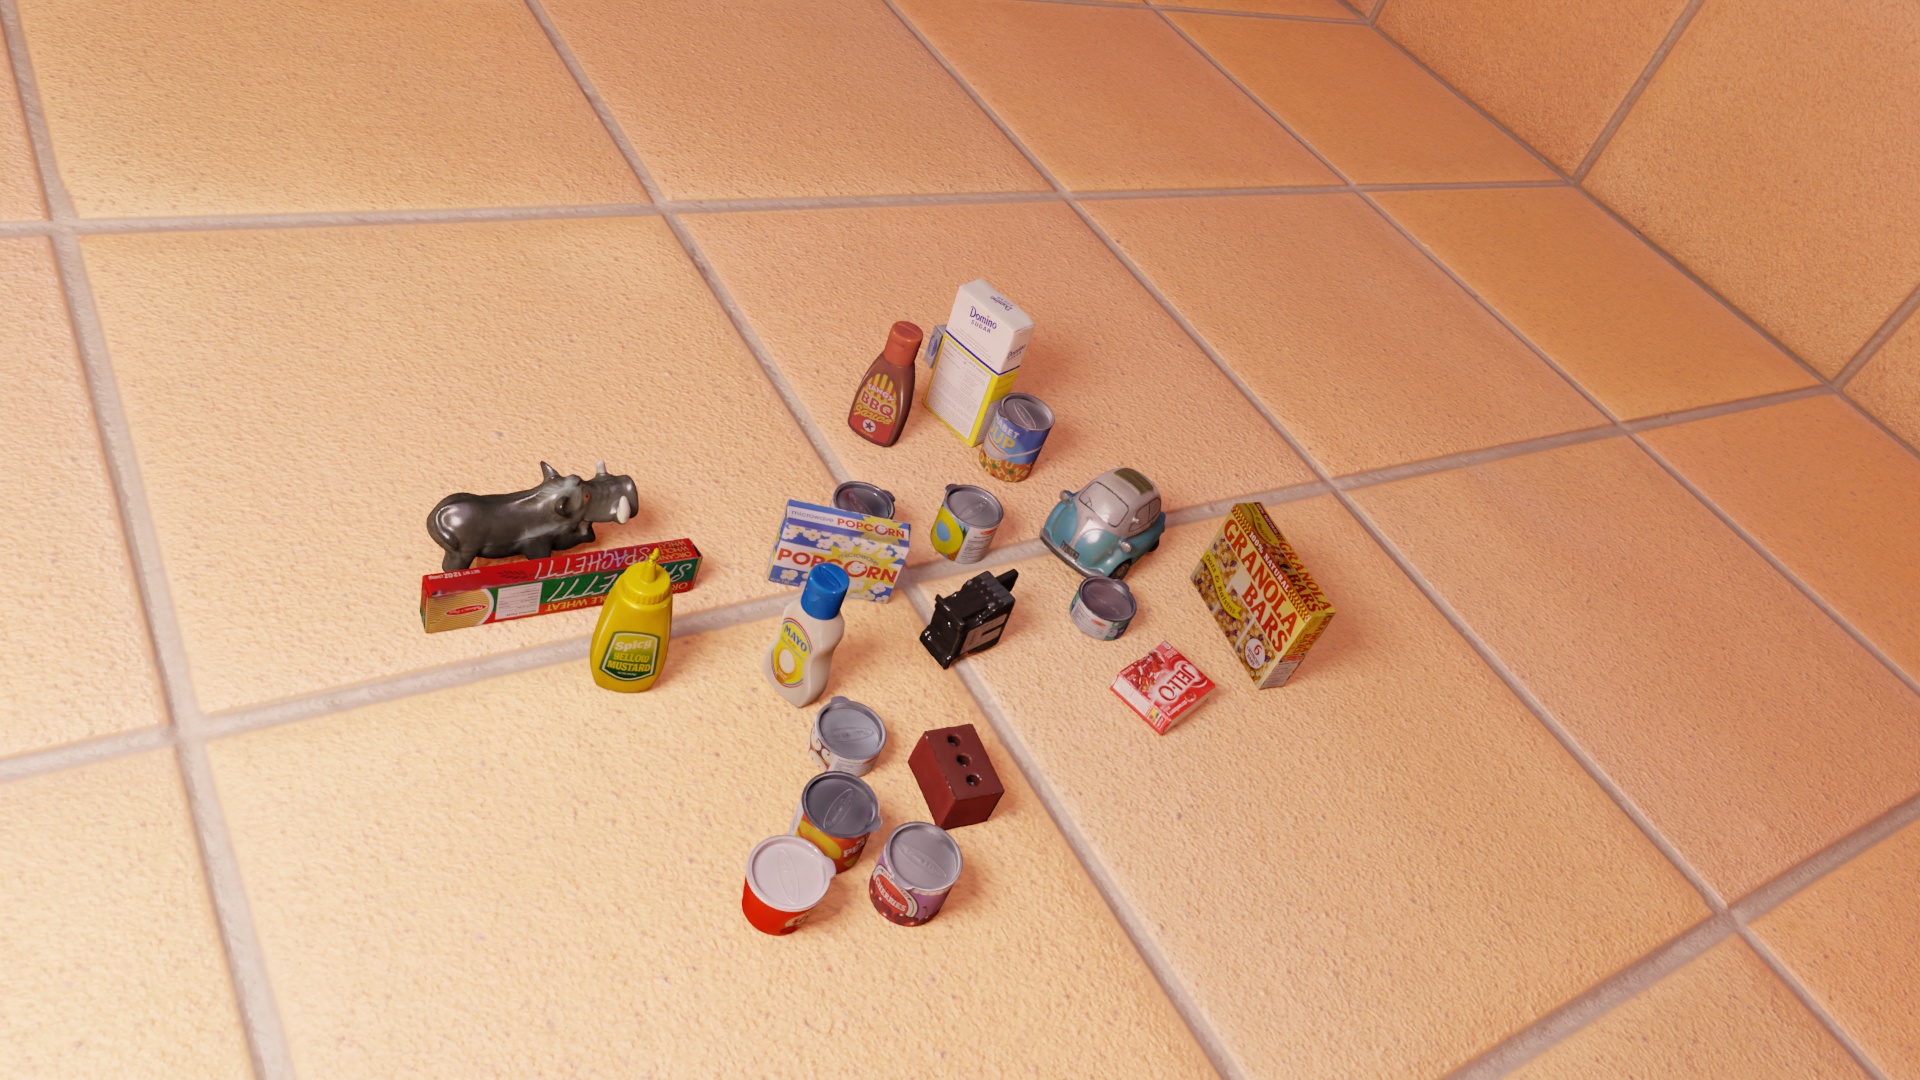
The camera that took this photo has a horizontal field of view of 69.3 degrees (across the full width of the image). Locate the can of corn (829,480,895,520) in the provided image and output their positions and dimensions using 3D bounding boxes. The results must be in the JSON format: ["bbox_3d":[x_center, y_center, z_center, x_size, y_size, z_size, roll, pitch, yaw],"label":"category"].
[{"bbox_3d":[-0.105,-0.019,1.437,0.071,0.058,0.071,13,41,-12],"label":"can of corn"}]

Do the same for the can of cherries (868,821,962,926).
[{"bbox_3d":[-0.040,0.277,1.149,0.071,0.058,0.072,13,41,-12],"label":"can of cherries"}]

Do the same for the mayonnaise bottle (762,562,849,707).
[{"bbox_3d":[-0.135,0.082,1.245,0.065,0.147,0.041,43,44,22],"label":"mayonnaise bottle"}]

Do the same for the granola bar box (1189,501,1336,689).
[{"bbox_3d":[0.325,0.058,1.504,0.039,0.123,0.166,-3,47,-27],"label":"granola bar box"}]

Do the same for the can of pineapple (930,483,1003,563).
[{"bbox_3d":[0.005,-0.019,1.489,0.071,0.057,0.071,13,41,-12],"label":"can of pineapple"}]

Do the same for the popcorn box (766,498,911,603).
[{"bbox_3d":[-0.121,0.012,1.376,0.127,0.084,0.038,12,42,-14],"label":"popcorn box"}]

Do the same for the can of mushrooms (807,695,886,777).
[{"bbox_3d":[-0.103,0.177,1.246,0.071,0.033,0.071,13,41,-12],"label":"can of mushrooms"}]

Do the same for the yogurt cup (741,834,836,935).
[{"bbox_3d":[-0.142,0.277,1.105,0.072,0.053,0.073,13,41,-12],"label":"yogurt cup"}]

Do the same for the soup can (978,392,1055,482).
[{"bbox_3d":[0.061,-0.118,1.602,0.071,0.083,0.072,13,41,-12],"label":"soup can"}]

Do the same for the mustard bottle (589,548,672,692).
[{"bbox_3d":[-0.277,0.065,1.188,0.065,0.159,0.049,7,43,-19],"label":"mustard bottle"}]

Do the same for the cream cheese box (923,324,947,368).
[{"bbox_3d":[0.009,-0.245,1.737,0.104,0.053,0.024,-9,50,-32],"label":"cream cheese box"}]

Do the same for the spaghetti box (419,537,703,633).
[{"bbox_3d":[-0.359,0.039,1.262,0.251,0.049,0.029,-9,50,-32],"label":"spaghetti box"}]

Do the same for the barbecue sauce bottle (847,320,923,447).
[{"bbox_3d":[-0.079,-0.176,1.550,0.065,0.147,0.044,31,41,9],"label":"barbecue sauce bottle"}]

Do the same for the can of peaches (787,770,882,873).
[{"bbox_3d":[-0.105,0.238,1.161,0.071,0.057,0.071,13,41,-12],"label":"can of peaches"}]

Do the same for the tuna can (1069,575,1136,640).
[{"bbox_3d":[0.153,0.071,1.480,0.071,0.032,0.071,13,41,-12],"label":"tuna can"}]
